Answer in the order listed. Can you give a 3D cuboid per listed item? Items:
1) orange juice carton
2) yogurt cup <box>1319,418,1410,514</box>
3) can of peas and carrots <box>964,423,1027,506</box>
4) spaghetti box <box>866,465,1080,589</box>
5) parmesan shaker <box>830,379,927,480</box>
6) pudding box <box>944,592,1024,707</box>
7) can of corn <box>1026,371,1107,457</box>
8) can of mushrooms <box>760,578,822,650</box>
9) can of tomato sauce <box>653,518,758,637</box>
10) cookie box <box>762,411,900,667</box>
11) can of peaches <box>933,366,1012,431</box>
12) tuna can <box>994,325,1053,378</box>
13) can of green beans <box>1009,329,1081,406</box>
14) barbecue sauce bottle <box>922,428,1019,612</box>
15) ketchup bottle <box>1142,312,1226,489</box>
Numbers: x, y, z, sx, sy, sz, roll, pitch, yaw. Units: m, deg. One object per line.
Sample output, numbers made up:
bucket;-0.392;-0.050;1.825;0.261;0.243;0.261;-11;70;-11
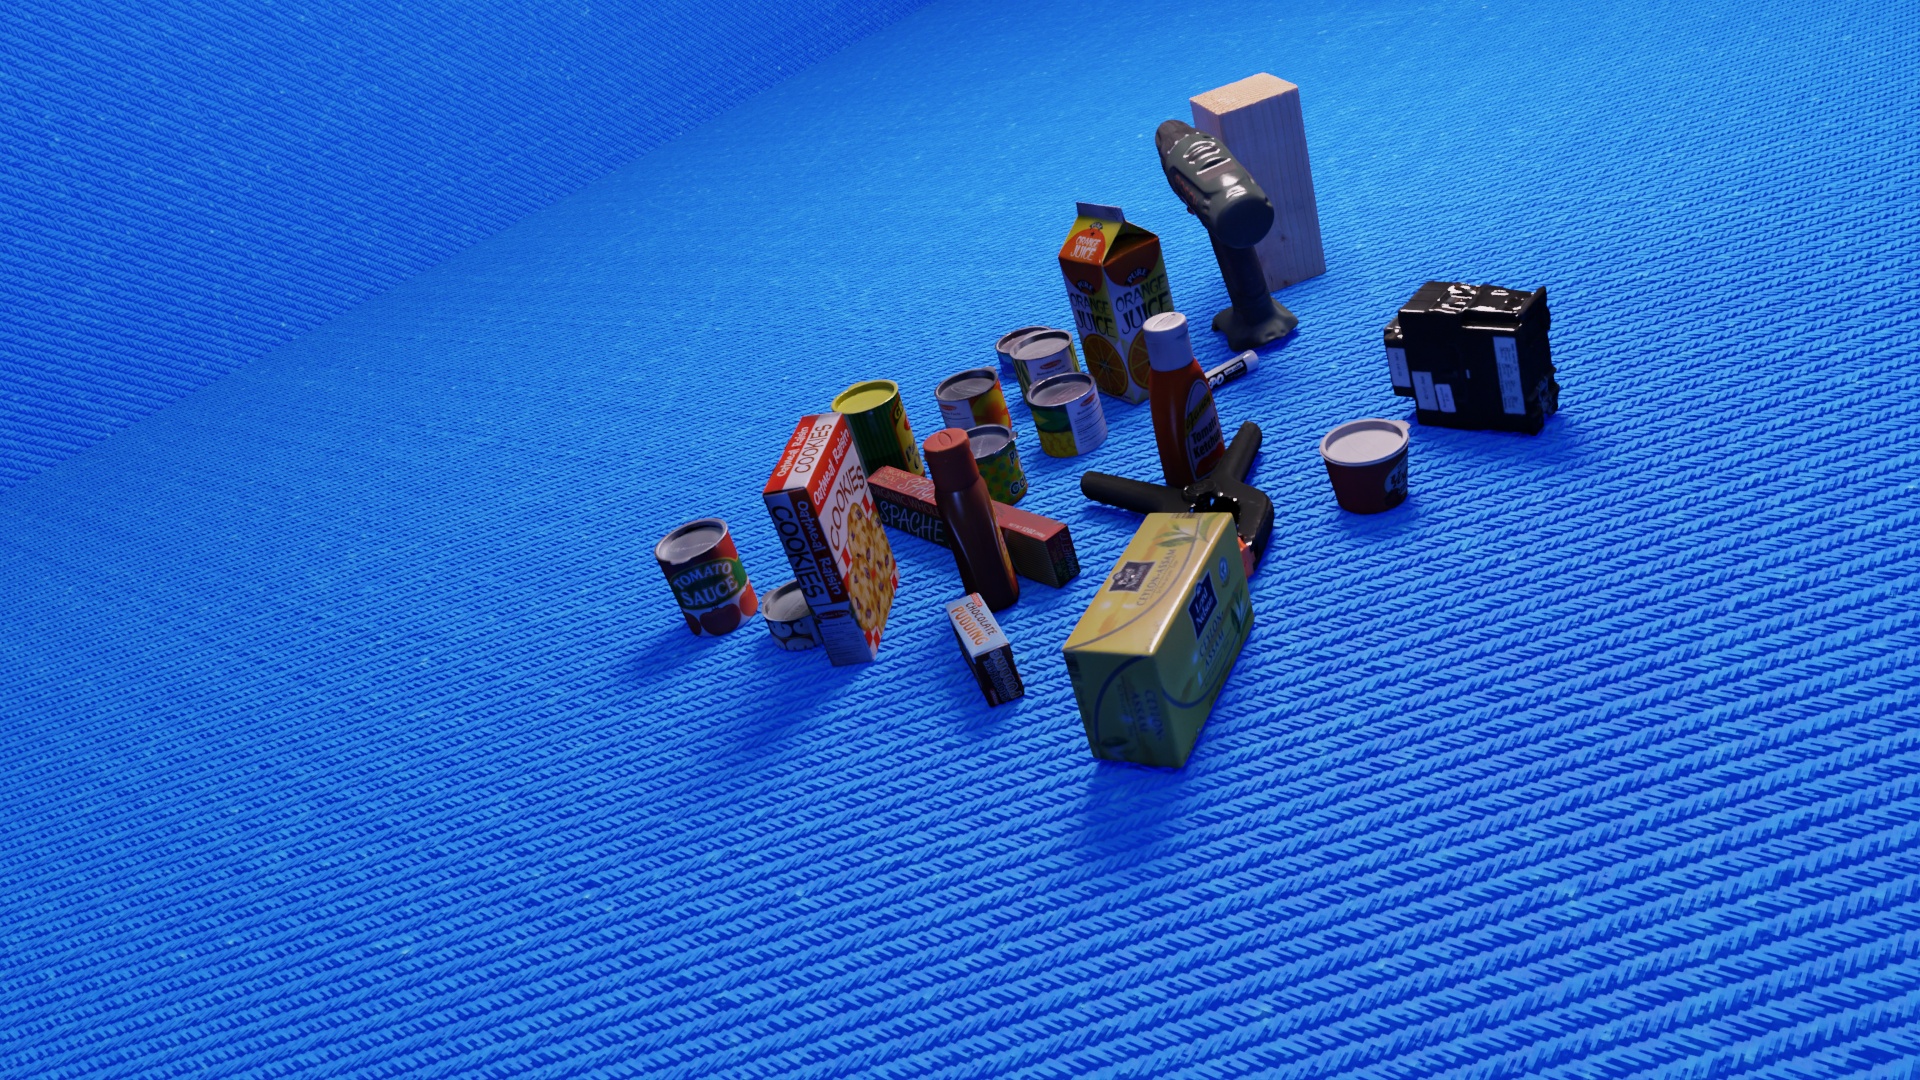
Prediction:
orange juice carton;0.155;-0.237;1.349;0.073;0.191;0.072;-31;31;-21
yogurt cup;0.321;-0.057;1.095;0.072;0.053;0.073;-14;30;8
can of peas and carrots;0.026;-0.066;1.269;0.071;0.058;0.071;-14;30;8
spaghetti box;0.004;-0.015;1.204;0.029;0.050;0.250;-35;34;-28
parmesan shaker;-0.077;-0.094;1.328;0.071;0.102;0.071;-14;30;8
pudding box;0.018;0.080;1.036;0.030;0.049;0.084;-22;30;-6
can of corn;0.100;-0.120;1.319;0.071;0.058;0.071;-14;30;8
can of mushrooms;-0.133;0.060;1.169;0.071;0.033;0.071;-14;30;8
can of tomato sauce;-0.221;0.034;1.212;0.071;0.082;0.071;-14;30;8
cookie box;-0.101;-0.002;1.121;0.040;0.166;0.123;-10;30;15
can of peaches;0.015;-0.132;1.387;0.071;0.057;0.071;-14;30;8
tuna can;0.074;-0.203;1.499;0.071;0.032;0.071;-14;30;8
can of green beans;0.089;-0.175;1.419;0.071;0.057;0.071;-14;30;8
barbecue sauce bottle;0.007;-0.017;1.105;0.044;0.148;0.065;-20;29;-3
ketchup bottle;0.187;-0.119;1.179;0.043;0.148;0.065;13;42;43
